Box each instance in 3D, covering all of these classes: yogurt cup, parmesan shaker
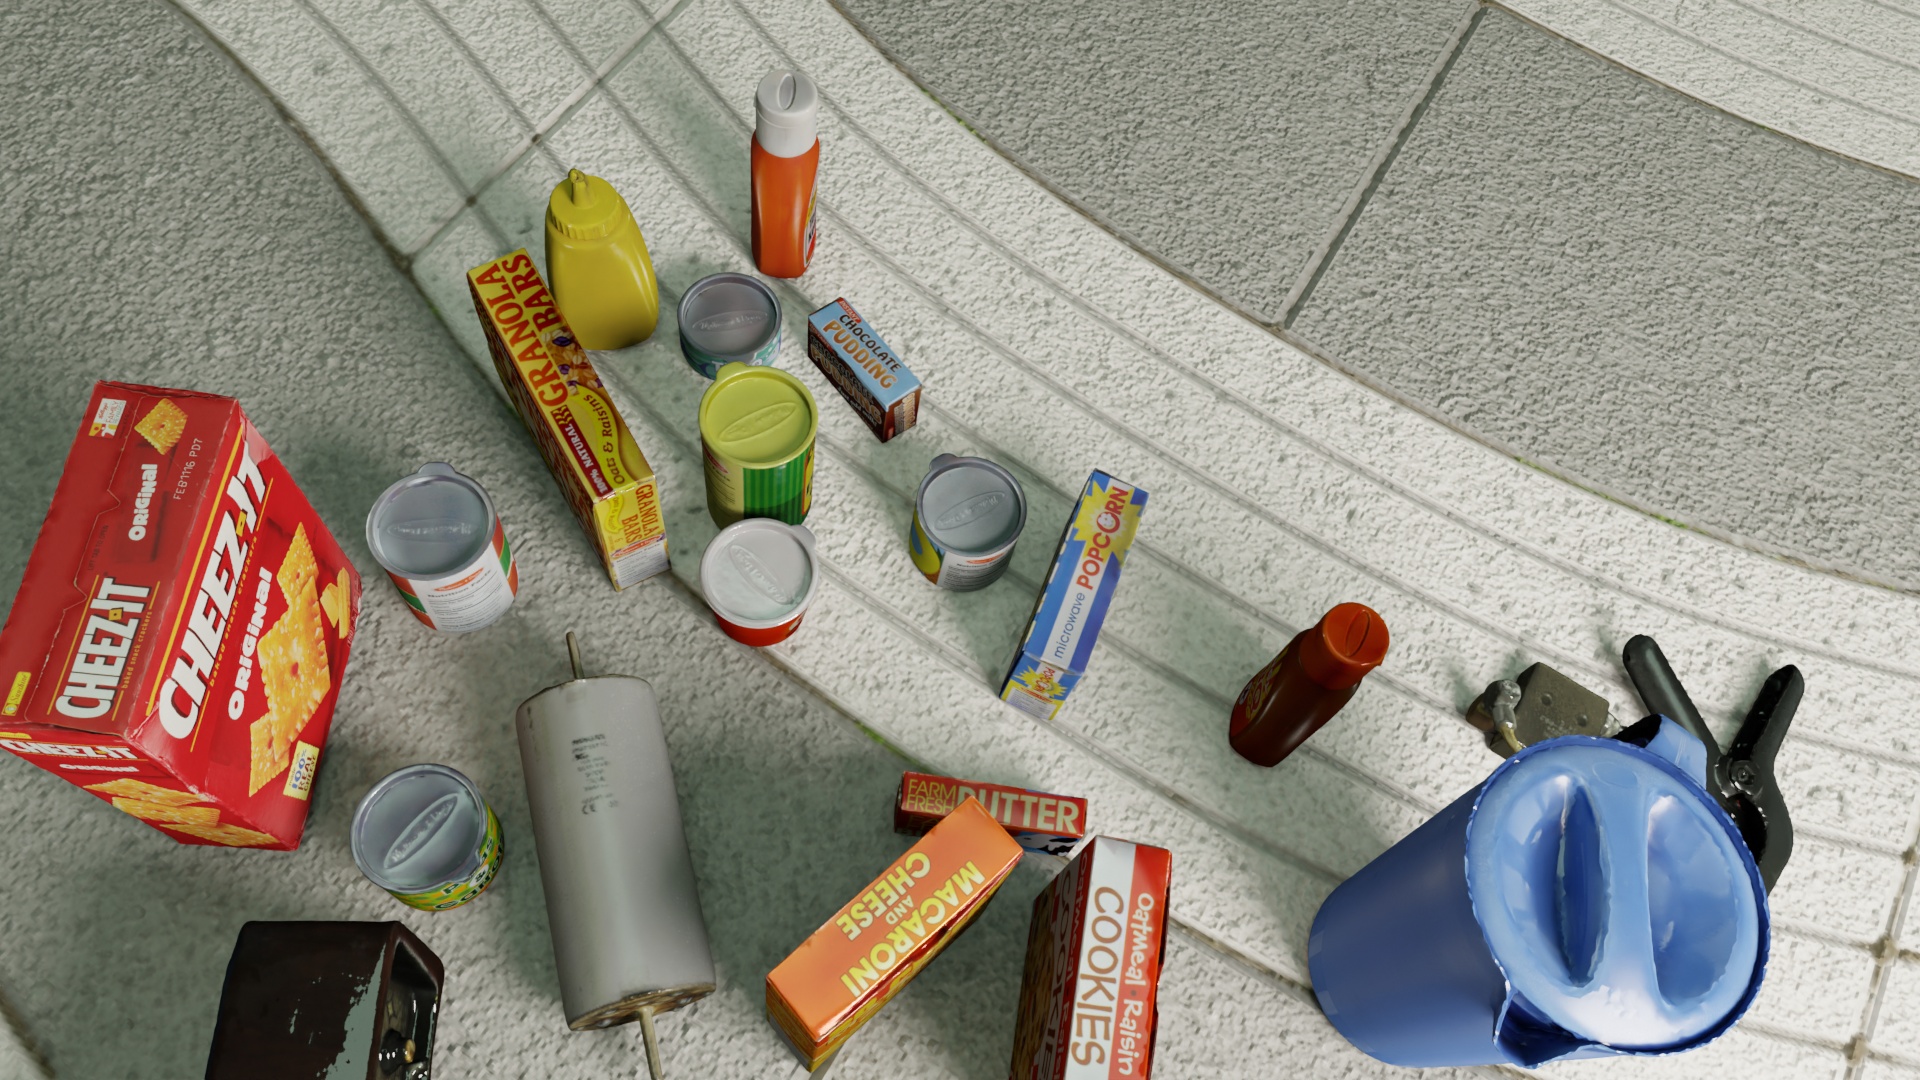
[{"bbox_3d":[-0.117,0.028,0.810,0.072,0.053,0.072,3,65,-6],"label":"yogurt cup"},{"bbox_3d":[-0.120,-0.050,0.819,0.071,0.102,0.071,3,65,-6],"label":"parmesan shaker"}]

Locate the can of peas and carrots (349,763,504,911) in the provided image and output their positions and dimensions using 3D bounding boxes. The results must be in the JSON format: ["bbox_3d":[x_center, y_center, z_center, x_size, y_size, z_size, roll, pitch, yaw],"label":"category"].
[{"bbox_3d":[-0.274,0.157,0.725,0.071,0.058,0.071,3,65,-6],"label":"can of peas and carrots"}]

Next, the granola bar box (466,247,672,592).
[{"bbox_3d":[-0.224,-0.066,0.800,0.039,0.123,0.166,-27,71,-18],"label":"granola bar box"}]

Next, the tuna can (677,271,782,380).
[{"bbox_3d":[-0.147,-0.134,0.894,0.071,0.032,0.071,3,65,-6],"label":"tuna can"}]

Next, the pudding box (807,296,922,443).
[{"bbox_3d":[-0.062,-0.109,0.884,0.030,0.049,0.084,-35,74,-21],"label":"pudding box"}]

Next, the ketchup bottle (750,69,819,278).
[{"bbox_3d":[-0.112,-0.233,0.881,0.043,0.148,0.065,5,65,-5],"label":"ketchup bottle"}]

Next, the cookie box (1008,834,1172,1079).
[{"bbox_3d":[0.060,0.224,0.679,0.040,0.166,0.123,12,64,-2],"label":"cookie box"}]

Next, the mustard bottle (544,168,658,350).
[{"bbox_3d":[-0.218,-0.173,0.832,0.065,0.159,0.049,-10,67,-12],"label":"mustard bottle"}]

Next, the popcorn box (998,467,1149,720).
[{"bbox_3d":[0.066,0.033,0.815,0.038,0.085,0.127,22,64,3],"label":"popcorn box"}]

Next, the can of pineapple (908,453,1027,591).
[{"bbox_3d":[0.003,-0.011,0.842,0.071,0.057,0.071,3,65,-6],"label":"can of pineapple"}]

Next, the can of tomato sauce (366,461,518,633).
[{"bbox_3d":[-0.289,0.006,0.781,0.071,0.082,0.071,3,65,-6],"label":"can of tomato sauce"}]

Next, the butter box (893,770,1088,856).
[{"bbox_3d":[0.015,0.152,0.770,0.103,0.053,0.024,9,64,-3],"label":"butter box"}]

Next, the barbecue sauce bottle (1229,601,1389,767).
[{"bbox_3d":[0.194,0.078,0.776,0.044,0.148,0.065,28,65,5],"label":"barbecue sauce bottle"}]

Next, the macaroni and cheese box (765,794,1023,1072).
[{"bbox_3d":[-0.036,0.197,0.679,0.124,0.165,0.040,-38,75,-22],"label":"macaroni and cheese box"}]
